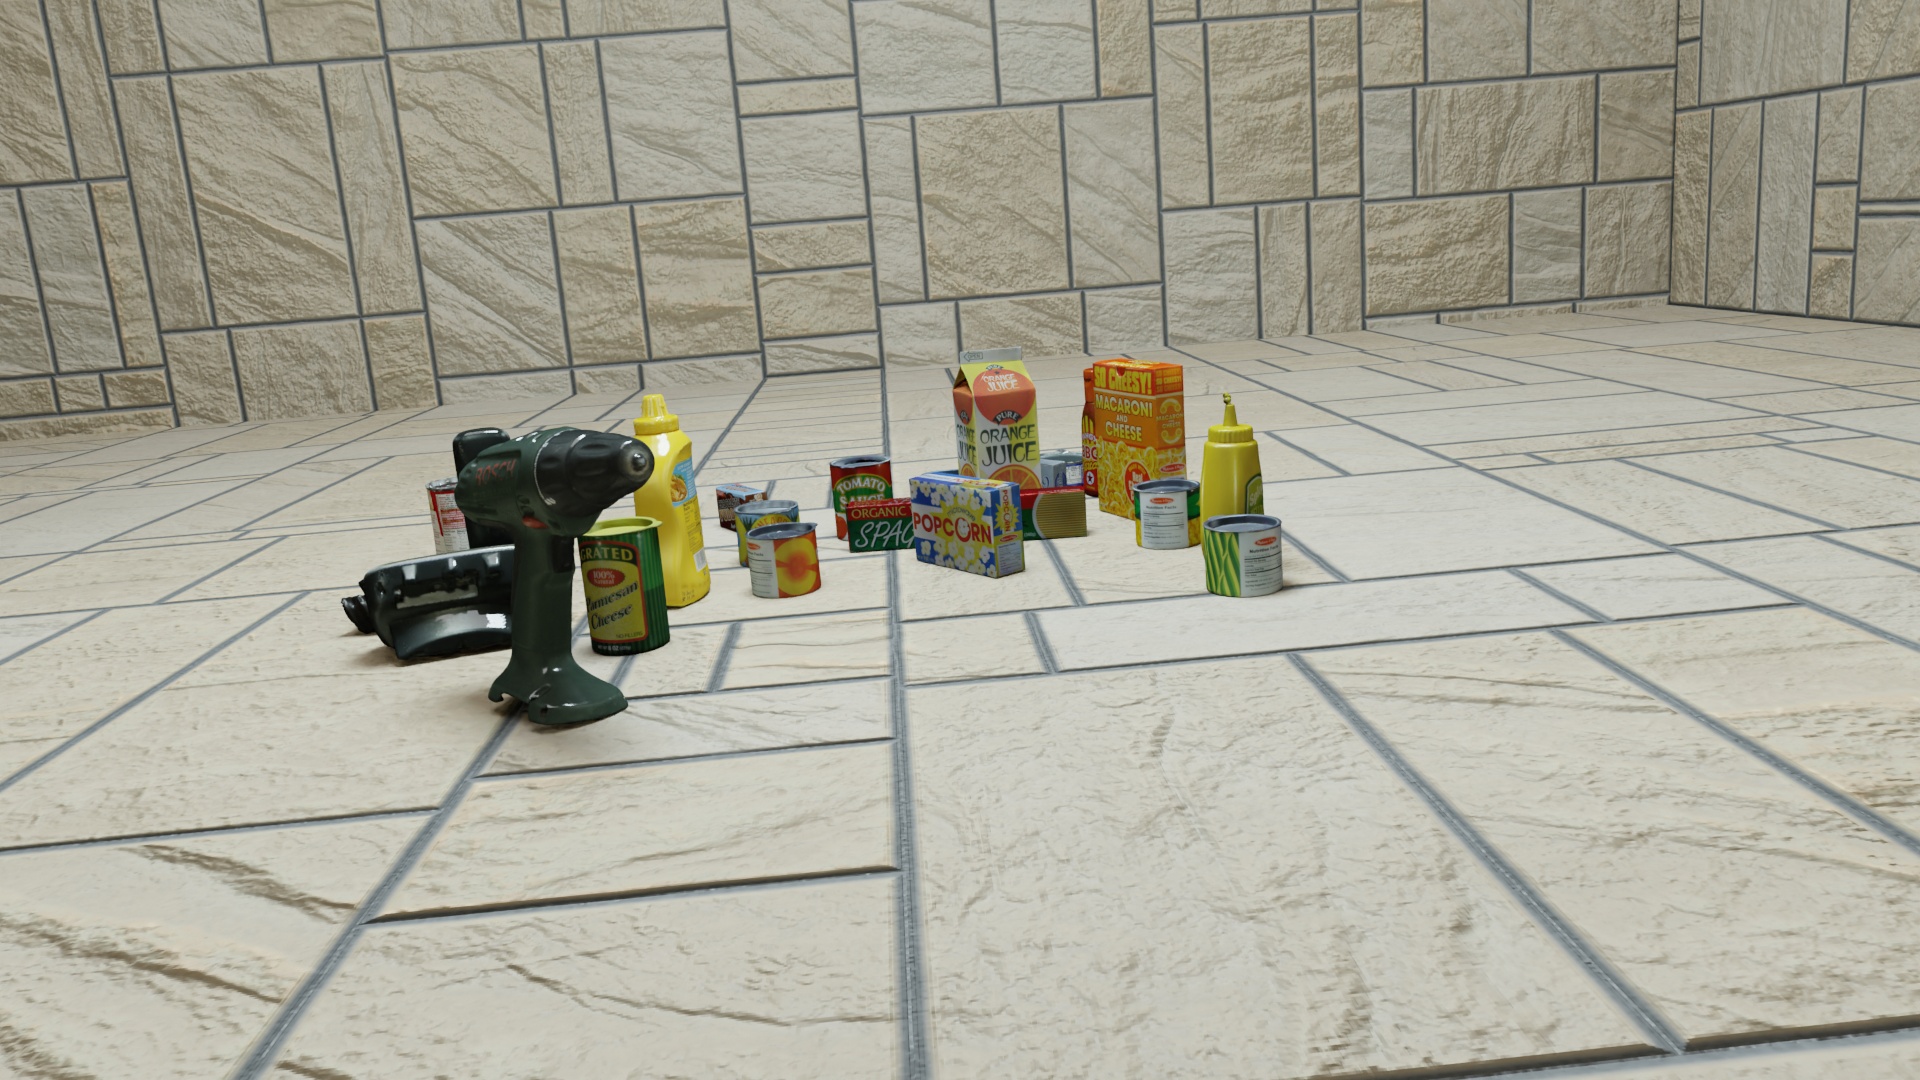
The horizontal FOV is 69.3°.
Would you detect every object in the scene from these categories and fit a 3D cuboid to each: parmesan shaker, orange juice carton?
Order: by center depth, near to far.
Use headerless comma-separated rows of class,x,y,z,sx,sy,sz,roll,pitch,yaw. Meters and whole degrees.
parmesan shaker,-0.276,0.037,1.151,0.071,0.102,0.071,-4,12,1
orange juice carton,0.039,-0.109,1.482,0.072,0.192,0.073,-8,13,-17

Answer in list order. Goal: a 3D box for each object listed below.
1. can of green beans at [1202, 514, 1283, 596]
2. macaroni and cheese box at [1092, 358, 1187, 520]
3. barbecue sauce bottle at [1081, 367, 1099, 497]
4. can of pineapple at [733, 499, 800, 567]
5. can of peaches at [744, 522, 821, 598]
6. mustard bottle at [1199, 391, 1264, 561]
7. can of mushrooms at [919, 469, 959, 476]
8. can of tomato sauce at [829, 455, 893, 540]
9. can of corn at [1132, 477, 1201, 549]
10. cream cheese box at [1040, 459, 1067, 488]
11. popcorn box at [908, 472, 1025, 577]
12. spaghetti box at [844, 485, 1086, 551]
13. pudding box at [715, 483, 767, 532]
can of green beans,0.242,0.012,1.186,0.071,0.057,0.071,-4,13,1
macaroni and cheese box,0.190,-0.106,1.479,0.040,0.166,0.124,-10,14,-24
barbecue sauce bottle,0.166,-0.126,1.617,0.044,0.148,0.065,-10,14,-25
can of pineapple,-0.195,-0.007,1.419,0.071,0.057,0.071,-4,13,1
can of peaches,-0.163,0.018,1.300,0.071,0.058,0.071,-4,13,1
mustard bottle,0.242,-0.053,1.240,0.049,0.159,0.065,3,15,32
can of mushrooms,-0.017,-0.064,1.662,0.071,0.033,0.071,-4,13,1
can of tomato sauce,-0.105,-0.046,1.501,0.071,0.083,0.071,-4,12,1
can of corn,0.205,-0.027,1.370,0.071,0.058,0.071,-4,13,1
cream cheese box,0.080,-0.068,1.601,0.024,0.053,0.104,-15,16,-40
popcorn box,0.005,-0.017,1.332,0.038,0.085,0.126,-14,16,-37
spaghetti box,0.006,-0.022,1.435,0.250,0.050,0.029,-4,12,2
pudding box,-0.247,-0.036,1.582,0.030,0.049,0.084,-12,15,-31
